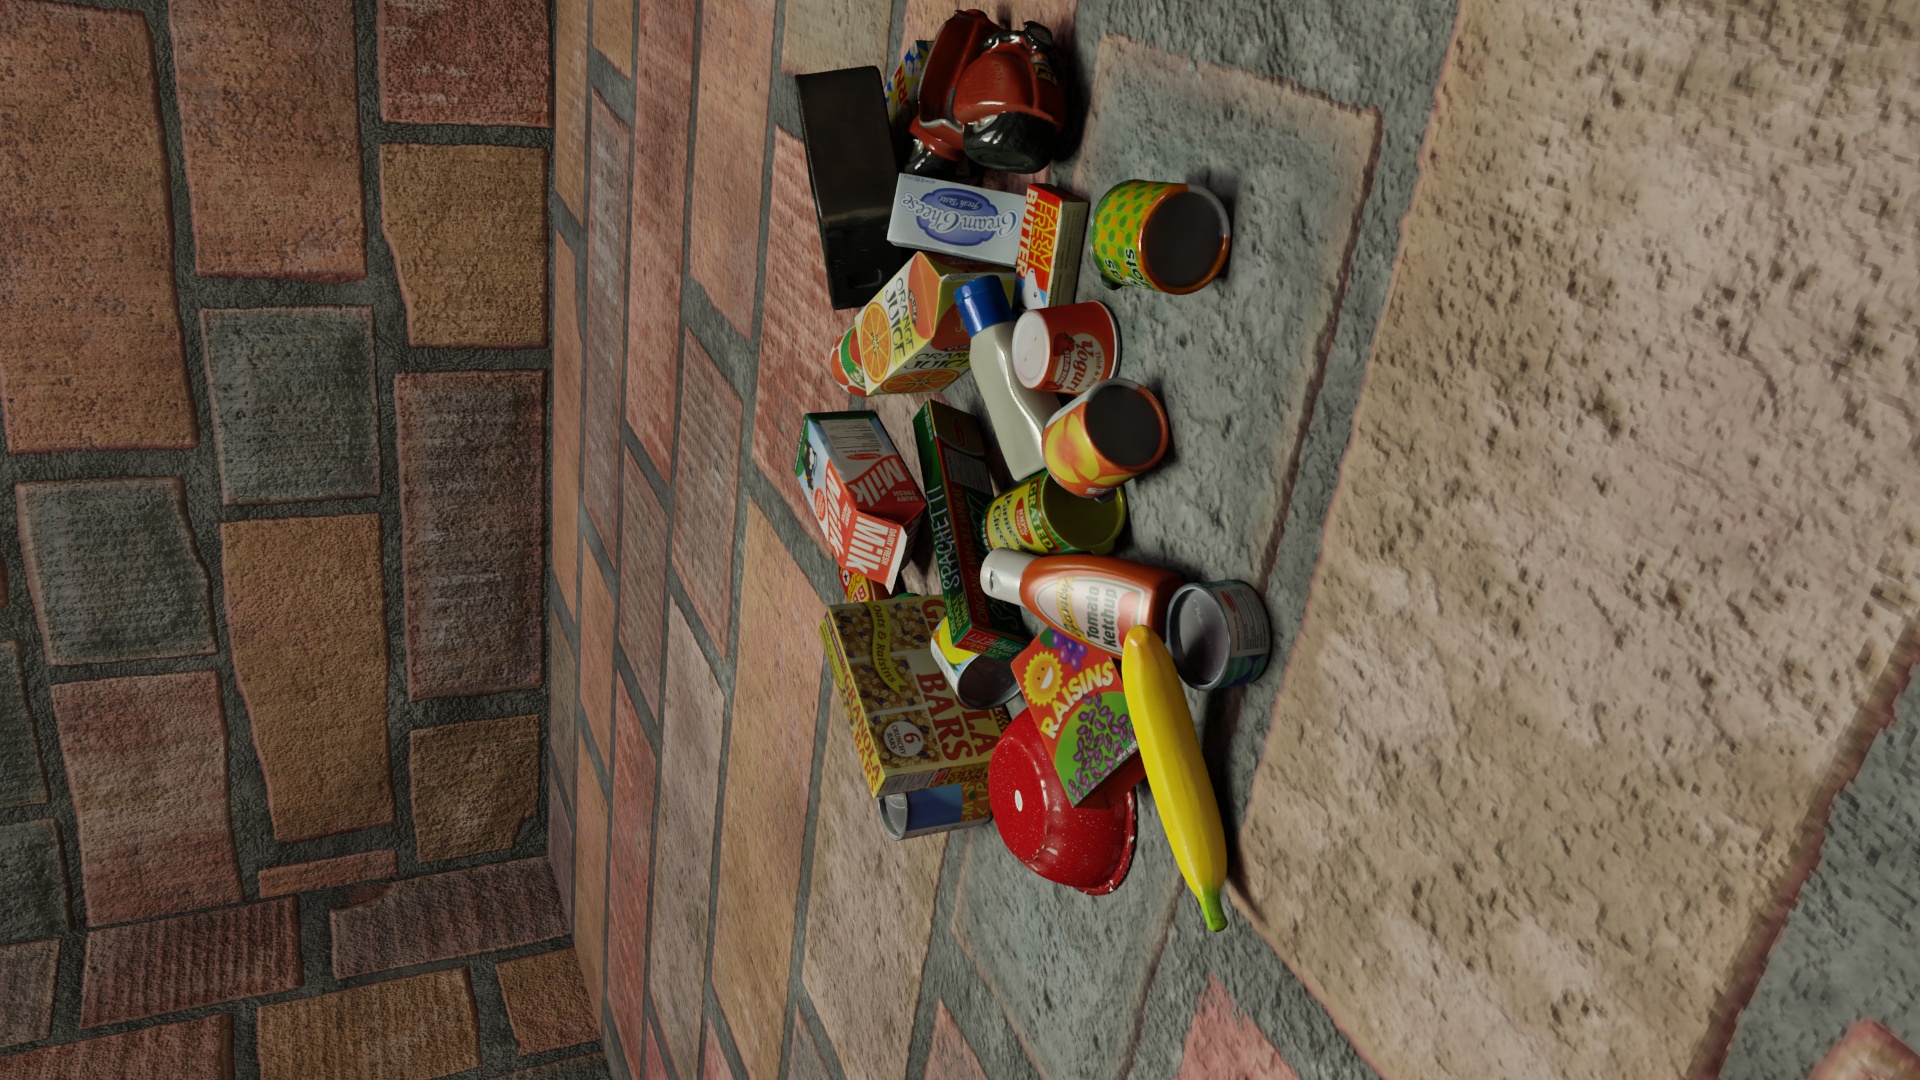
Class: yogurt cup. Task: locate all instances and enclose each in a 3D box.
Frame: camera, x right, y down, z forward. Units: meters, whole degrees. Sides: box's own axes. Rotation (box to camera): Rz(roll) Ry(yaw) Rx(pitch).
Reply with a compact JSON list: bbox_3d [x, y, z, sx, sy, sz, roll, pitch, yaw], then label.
[{"bbox_3d":[0.072,-0.134,0.971,0.072,0.054,0.072,-165,73,-63],"label":"yogurt cup"}]

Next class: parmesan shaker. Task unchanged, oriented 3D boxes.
[{"bbox_3d":[0.065,-0.013,0.991,0.103,0.071,0.071,153,110,-63],"label":"parmesan shaker"}]

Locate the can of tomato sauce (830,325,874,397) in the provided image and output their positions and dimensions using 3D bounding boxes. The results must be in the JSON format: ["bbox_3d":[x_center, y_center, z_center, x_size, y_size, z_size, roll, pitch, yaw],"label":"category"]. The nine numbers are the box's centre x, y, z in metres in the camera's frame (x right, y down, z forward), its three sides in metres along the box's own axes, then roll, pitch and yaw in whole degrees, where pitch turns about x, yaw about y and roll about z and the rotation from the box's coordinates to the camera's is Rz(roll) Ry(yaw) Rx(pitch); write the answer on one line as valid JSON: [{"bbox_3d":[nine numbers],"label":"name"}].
[{"bbox_3d":[-0.074,-0.167,1.255,0.083,0.071,0.071,165,99,-65],"label":"can of tomato sauce"}]

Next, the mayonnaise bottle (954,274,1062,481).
[{"bbox_3d":[0.038,-0.121,1.023,0.064,0.041,0.148,-26,84,61],"label":"mayonnaise bottle"}]

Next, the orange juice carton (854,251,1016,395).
[{"bbox_3d":[-0.017,-0.181,1.128,0.192,0.072,0.073,-28,70,63],"label":"orange juice carton"}]

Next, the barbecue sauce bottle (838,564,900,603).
[{"bbox_3d":[-0.075,0.074,1.323,0.149,0.044,0.064,67,148,32],"label":"barbecue sauce bottle"}]

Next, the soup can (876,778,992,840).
[{"bbox_3d":[-0.022,0.214,1.188,0.071,0.084,0.071,18,110,62],"label":"soup can"}]

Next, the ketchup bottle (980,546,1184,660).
[{"bbox_3d":[0.080,0.037,0.927,0.149,0.044,0.064,16,115,41],"label":"ketchup bottle"}]

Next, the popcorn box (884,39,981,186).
[{"bbox_3d":[-0.026,-0.338,1.158,0.085,0.038,0.127,146,116,-63],"label":"popcorn box"}]

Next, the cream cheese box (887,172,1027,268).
[{"bbox_3d":[0.000,-0.241,1.048,0.024,0.104,0.053,-23,-55,-77],"label":"cream cheese box"}]

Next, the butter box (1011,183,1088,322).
[{"bbox_3d":[0.064,-0.203,1.011,0.053,0.024,0.103,44,133,54],"label":"butter box"}]

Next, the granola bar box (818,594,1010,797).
[{"bbox_3d":[-0.035,0.125,1.154,0.038,0.124,0.166,115,142,-47],"label":"granola bar box"}]

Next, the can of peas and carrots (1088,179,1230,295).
[{"bbox_3d":[0.120,-0.183,0.845,0.059,0.071,0.070,30,121,59],"label":"can of peas and carrots"}]

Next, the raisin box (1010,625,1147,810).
[{"bbox_3d":[0.093,0.110,0.959,0.085,0.040,0.124,-50,47,31],"label":"raisin box"}]

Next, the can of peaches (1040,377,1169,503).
[{"bbox_3d":[0.097,-0.066,0.918,0.058,0.071,0.071,-34,64,61],"label":"can of peaches"}]

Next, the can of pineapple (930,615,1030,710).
[{"bbox_3d":[0.018,0.091,1.109,0.058,0.071,0.070,54,140,48],"label":"can of pineapple"}]

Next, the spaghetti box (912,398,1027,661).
[{"bbox_3d":[0.004,-0.013,1.071,0.028,0.050,0.251,-50,34,34],"label":"spaghetti box"}]

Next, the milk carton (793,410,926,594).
[{"bbox_3d":[-0.090,-0.038,1.302,0.191,0.073,0.072,59,144,42],"label":"milk carton"}]

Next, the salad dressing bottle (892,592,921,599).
[{"bbox_3d":[-0.034,0.113,1.230,0.043,0.064,0.148,-51,39,35],"label":"salad dressing bottle"}]

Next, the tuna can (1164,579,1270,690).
[{"bbox_3d":[0.156,0.059,0.850,0.071,0.033,0.071,18,110,63],"label":"tuna can"}]
